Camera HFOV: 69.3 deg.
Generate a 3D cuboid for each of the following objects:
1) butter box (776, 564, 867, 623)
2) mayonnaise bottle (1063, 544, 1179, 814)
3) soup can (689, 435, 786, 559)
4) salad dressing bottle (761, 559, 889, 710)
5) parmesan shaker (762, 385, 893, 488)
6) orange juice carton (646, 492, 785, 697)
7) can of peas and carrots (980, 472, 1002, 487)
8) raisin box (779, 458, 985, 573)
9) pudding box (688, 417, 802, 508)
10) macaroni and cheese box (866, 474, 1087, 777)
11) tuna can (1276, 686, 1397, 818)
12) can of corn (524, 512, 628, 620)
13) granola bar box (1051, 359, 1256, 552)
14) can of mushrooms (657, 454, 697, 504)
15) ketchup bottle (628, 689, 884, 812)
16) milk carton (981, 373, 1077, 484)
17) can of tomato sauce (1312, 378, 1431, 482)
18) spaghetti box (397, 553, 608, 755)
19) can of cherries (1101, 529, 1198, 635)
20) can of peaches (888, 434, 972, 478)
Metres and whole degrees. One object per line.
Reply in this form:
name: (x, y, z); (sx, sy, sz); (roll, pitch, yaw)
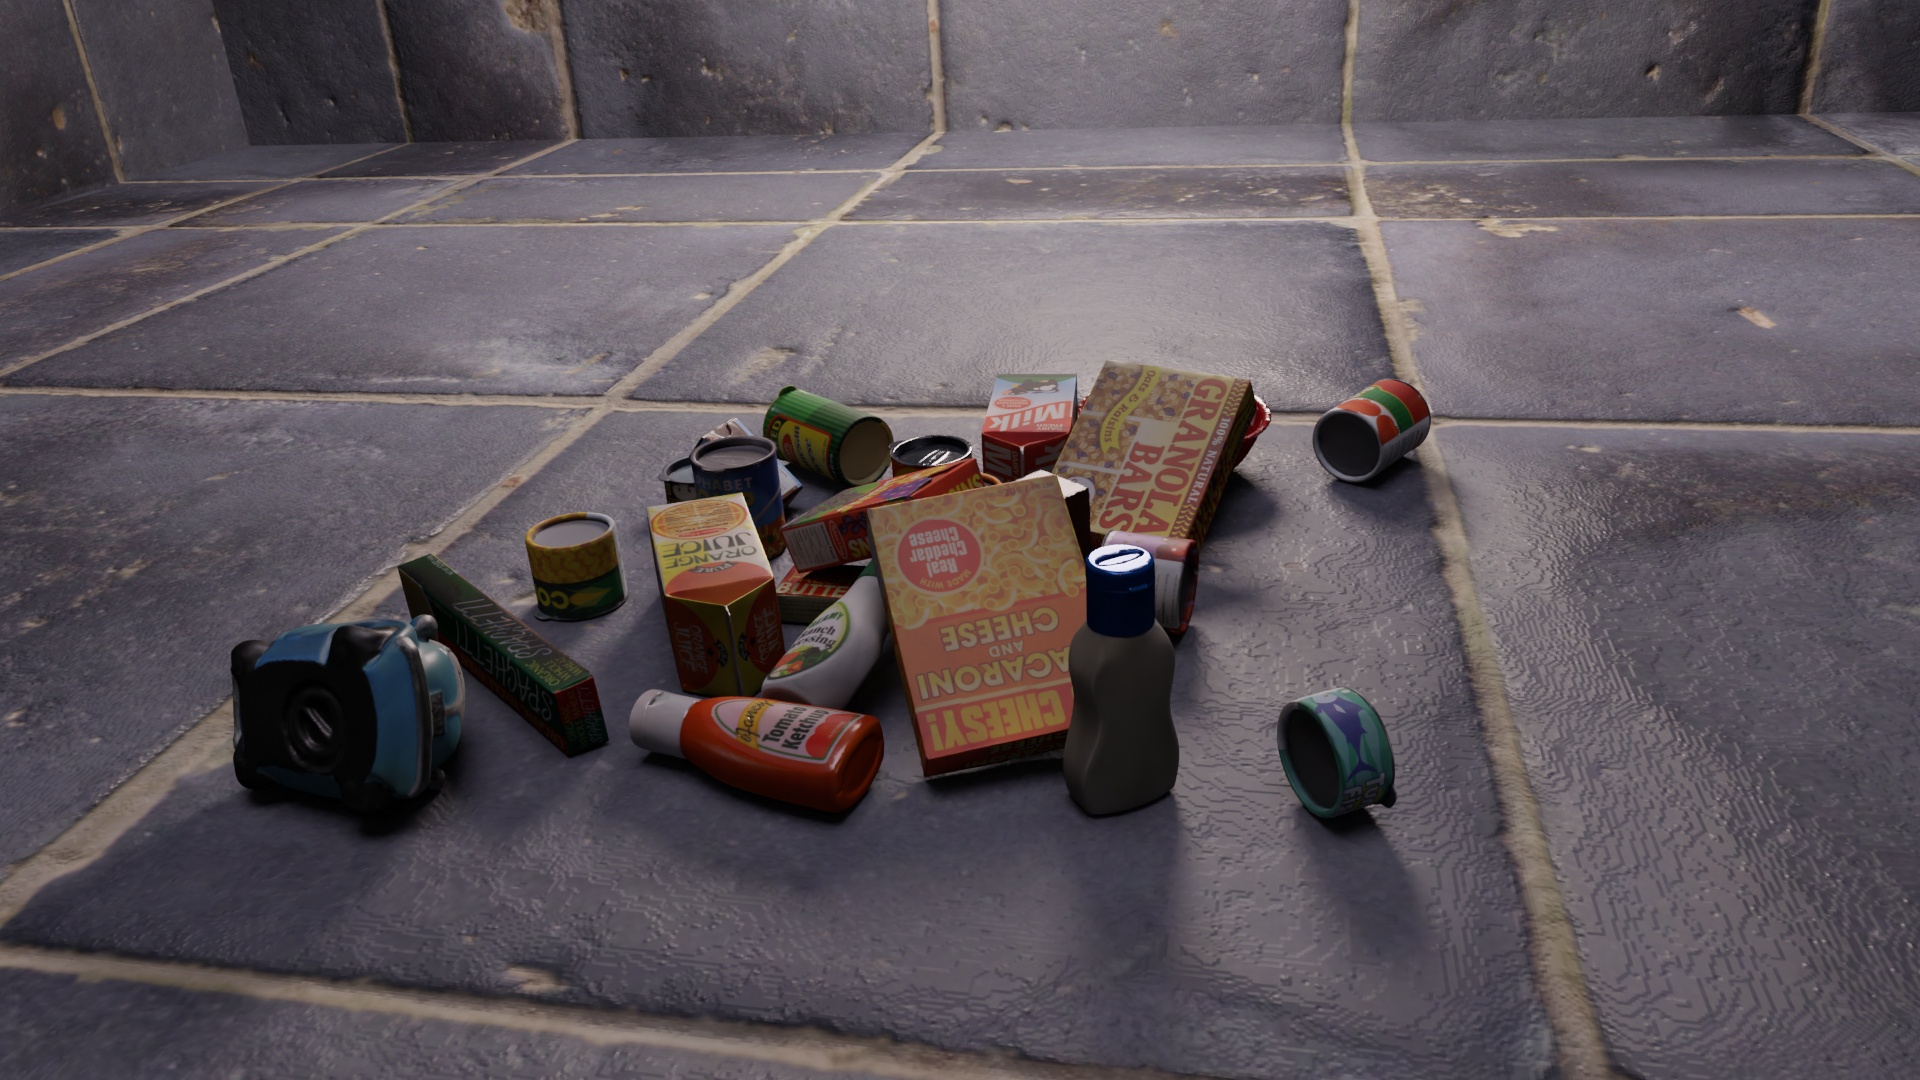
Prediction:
butter box: (-0.078, 0.039, 0.991); (0.103, 0.024, 0.053); (3, 26, 13)
mayonnaise bottle: (0.087, 0.075, 0.753); (0.065, 0.147, 0.041); (-14, 27, -21)
soup can: (-0.173, -0.030, 1.079); (0.071, 0.083, 0.071); (-3, 25, 2)
salad dressing bottle: (-0.070, 0.059, 0.887); (0.064, 0.044, 0.148); (-15, 28, 41)
parmesan shaker: (-0.116, -0.091, 1.214); (0.071, 0.071, 0.103); (-25, 33, -37)
orange juice carton: (-0.166, 0.039, 0.948); (0.073, 0.071, 0.193); (-10, 26, -13)
can of peas and carrots: (0.004, -0.013, 1.051); (0.071, 0.058, 0.071); (-3, 26, 2)
raisin box: (-0.053, -0.018, 0.986); (0.123, 0.040, 0.086); (-12, 13, 36)
pudding box: (-0.176, -0.057, 1.143); (0.083, 0.030, 0.050); (45, 37, 0)
macaroni and cheese box: (0.020, 0.049, 0.839); (0.124, 0.040, 0.167); (-11, 62, -8)
tuna can: (0.203, 0.117, 0.750); (0.033, 0.070, 0.071); (-13, 27, -17)
can of corn: (-0.284, 0.019, 1.019); (0.071, 0.058, 0.071); (-3, 25, 1)
granola bar box: (0.142, -0.059, 1.068); (0.124, 0.039, 0.166); (12, 59, 27)
can of mushrooms: (-0.220, -0.047, 1.178); (0.071, 0.033, 0.071); (-2, 26, 1)
ketchup bottle: (-0.123, 0.118, 0.811); (0.149, 0.043, 0.065); (8, 29, 23)
milk carton: (0.059, -0.077, 1.161); (0.073, 0.072, 0.191); (0, 26, 7)
can of tomato sauce: (0.343, -0.093, 1.165); (0.071, 0.071, 0.083); (19, 34, 39)
spaghetti box: (-0.310, 0.071, 0.925); (0.029, 0.050, 0.250); (-25, 33, -34)
can of cherries: (0.127, 0.028, 0.943); (0.058, 0.071, 0.072); (7, 27, 20)
can of peaches: (-0.024, -0.048, 1.127); (0.071, 0.057, 0.071); (-3, 26, 2)
